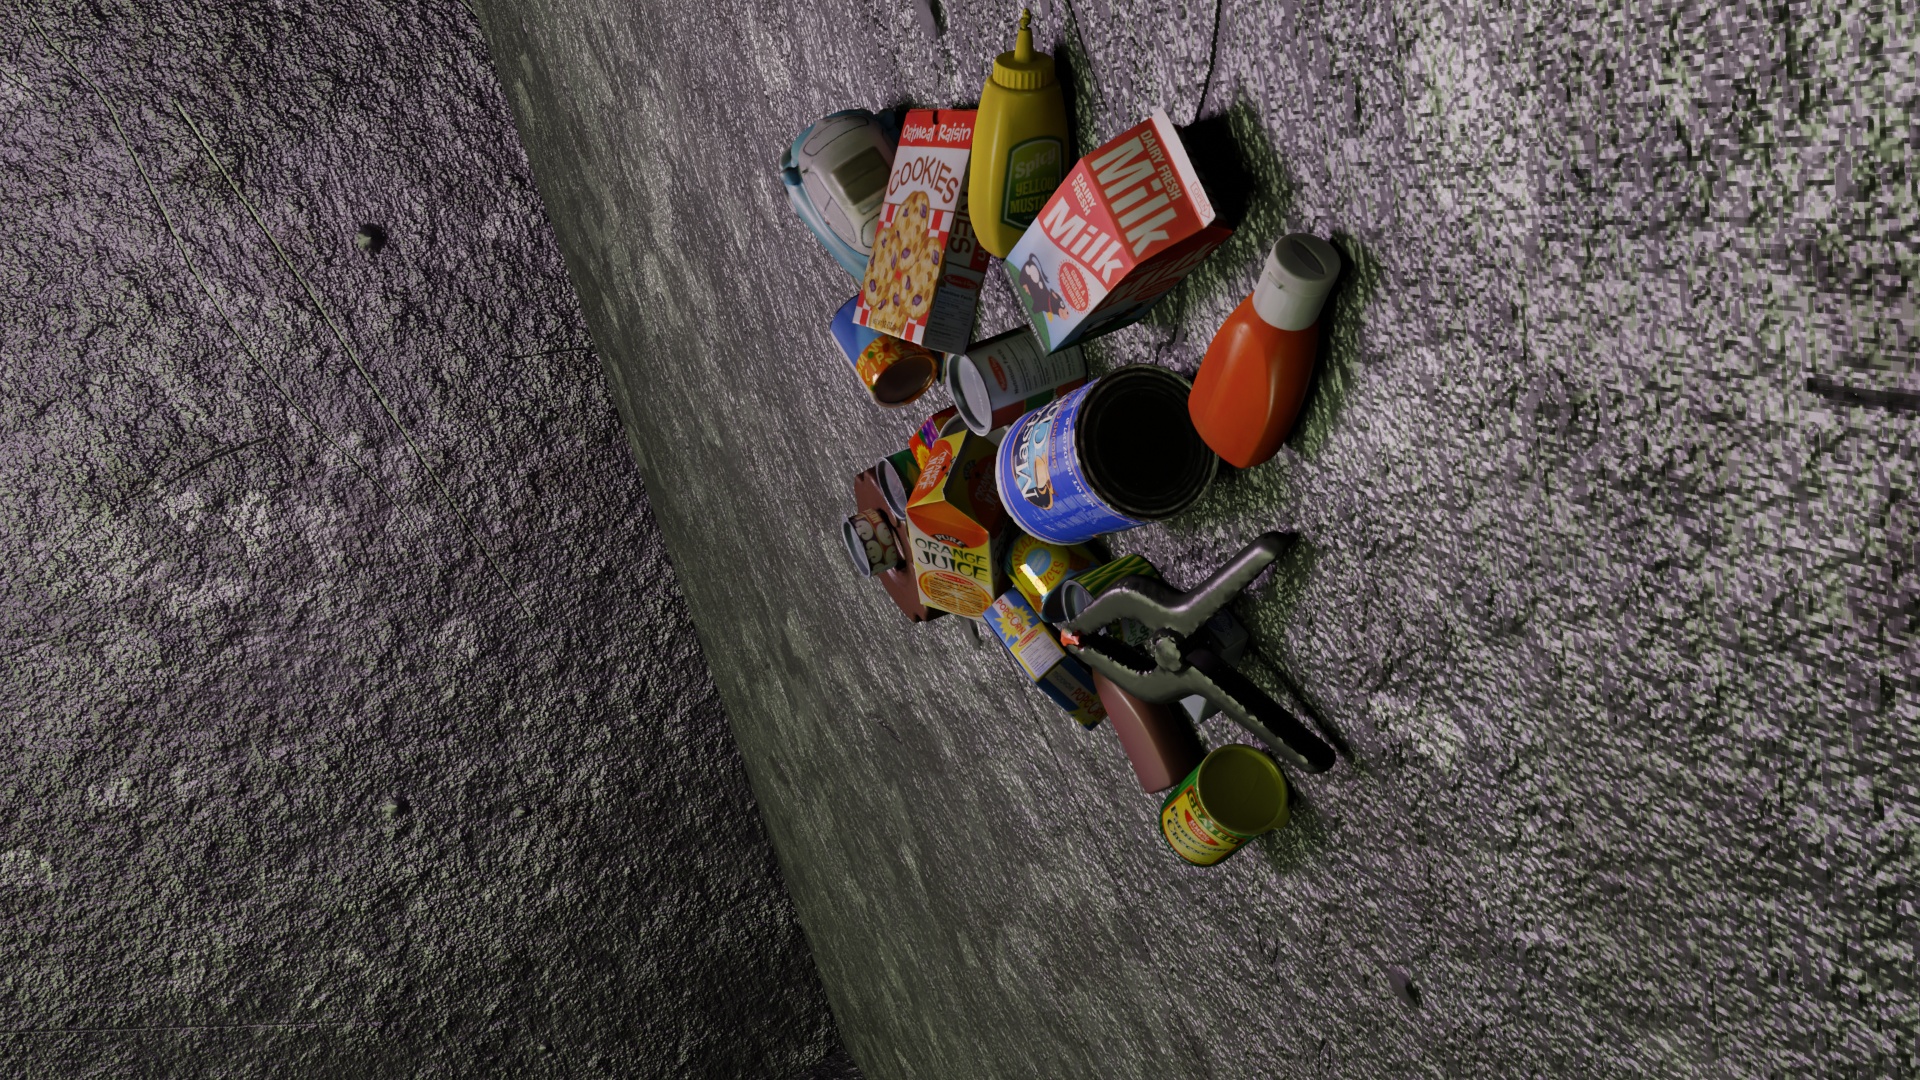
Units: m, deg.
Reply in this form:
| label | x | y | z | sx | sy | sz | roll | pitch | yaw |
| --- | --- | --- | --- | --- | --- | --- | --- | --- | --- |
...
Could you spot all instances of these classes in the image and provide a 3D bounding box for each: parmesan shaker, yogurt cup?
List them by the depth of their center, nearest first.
| label | x | y | z | sx | sy | sz | roll | pitch | yaw |
| --- | --- | --- | --- | --- | --- | --- | --- | --- | --- |
| parmesan shaker | 0.192 | 0.198 | 1.017 | 0.071 | 0.071 | 0.102 | 60 | 159 | 19 |
| yogurt cup | 0.014 | -0.070 | 1.186 | 0.072 | 0.072 | 0.053 | 59 | 167 | 20 |

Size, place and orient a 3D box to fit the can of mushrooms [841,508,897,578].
| label | x | y | z | sx | sy | sz | roll | pitch | yaw |
| --- | --- | --- | --- | --- | --- | --- | --- | --- | --- |
| can of mushrooms | -0.093 | 0.001 | 1.413 | 0.071 | 0.033 | 0.070 | 56 | 160 | 33 |

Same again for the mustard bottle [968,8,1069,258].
| label | x | y | z | sx | sy | sz | roll | pitch | yaw |
| --- | --- | --- | --- | --- | --- | --- | --- | --- | --- |
| mustard bottle | 0.039 | -0.266 | 0.911 | 0.049 | 0.065 | 0.159 | -128 | 28 | -45 |

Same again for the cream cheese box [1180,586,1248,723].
| label | x | y | z | sx | sy | sz | roll | pitch | yaw |
| --- | --- | --- | --- | --- | --- | --- | --- | --- | --- |
| cream cheese box | 0.173 | 0.083 | 1.000 | 0.053 | 0.024 | 0.103 | 53 | 156 | 30 |

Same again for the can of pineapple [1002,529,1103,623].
| label | x | y | z | sx | sy | sz | roll | pitch | yaw |
| --- | --- | --- | --- | --- | --- | --- | --- | --- | --- |
| can of pineapple | 0.076 | 0.024 | 1.120 | 0.058 | 0.071 | 0.070 | 52 | 155 | 32 |

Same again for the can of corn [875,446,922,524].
| label | x | y | z | sx | sy | sz | roll | pitch | yaw |
| --- | --- | --- | --- | --- | --- | --- | --- | --- | --- |
| can of corn | -0.040 | -0.057 | 1.342 | 0.071 | 0.058 | 0.070 | 51 | 155 | 37 |

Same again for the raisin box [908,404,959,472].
| label | x | y | z | sx | sy | sz | roll | pitch | yaw |
| --- | --- | --- | --- | --- | --- | --- | --- | --- | --- |
| raisin box | 0.004 | -0.054 | 1.263 | 0.123 | 0.040 | 0.086 | 64 | 160 | 5 |

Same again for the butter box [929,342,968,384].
| label | x | y | z | sx | sy | sz | roll | pitch | yaw |
| --- | --- | --- | --- | --- | --- | --- | --- | --- | --- |
| butter box | -0.014 | -0.186 | 1.189 | 0.053 | 0.024 | 0.103 | 57 | 158 | 25 |

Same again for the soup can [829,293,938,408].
| label | x | y | z | sx | sy | sz | roll | pitch | yaw |
| --- | --- | --- | --- | --- | --- | --- | --- | --- | --- |
| soup can | -0.065 | -0.168 | 1.205 | 0.084 | 0.071 | 0.071 | 57 | 158 | 29 |

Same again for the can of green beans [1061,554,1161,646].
| label | x | y | z | sx | sy | sz | roll | pitch | yaw |
| --- | --- | --- | --- | --- | --- | --- | --- | --- | --- |
| can of green beans | 0.118 | 0.050 | 1.055 | 0.071 | 0.058 | 0.071 | 52 | 155 | 36 |

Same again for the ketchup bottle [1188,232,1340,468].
| label | x | y | z | sx | sy | sz | roll | pitch | yaw |
| --- | --- | --- | --- | --- | --- | --- | --- | --- | --- |
| ketchup bottle | 0.170 | -0.106 | 0.775 | 0.065 | 0.044 | 0.148 | 56 | 157 | 25 |

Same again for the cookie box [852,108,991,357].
| label | x | y | z | sx | sy | sz | roll | pitch | yaw |
| --- | --- | --- | --- | --- | --- | --- | --- | --- | --- |
| cookie box | -0.019 | -0.228 | 1.017 | 0.123 | 0.040 | 0.167 | 30 | 106 | 58 |

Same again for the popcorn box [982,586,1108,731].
| label | x | y | z | sx | sy | sz | roll | pitch | yaw |
| --- | --- | --- | --- | --- | --- | --- | --- | --- | --- |
| popcorn box | 0.077 | 0.101 | 1.165 | 0.085 | 0.038 | 0.126 | 51 | -176 | 37 |

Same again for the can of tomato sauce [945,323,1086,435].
| label | x | y | z | sx | sy | sz | roll | pitch | yaw |
| --- | --- | --- | --- | --- | --- | --- | --- | --- | --- |
| can of tomato sauce | 0.041 | -0.123 | 1.029 | 0.071 | 0.083 | 0.070 | 52 | 155 | 36 |

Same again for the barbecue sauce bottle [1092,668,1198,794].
| label | x | y | z | sx | sy | sz | roll | pitch | yaw |
| --- | --- | --- | --- | --- | --- | --- | --- | --- | --- |
| barbecue sauce bottle | 0.138 | 0.127 | 1.111 | 0.148 | 0.044 | 0.064 | 64 | 162 | 9 |

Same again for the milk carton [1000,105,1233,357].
| label | x | y | z | sx | sy | sz | roll | pitch | yaw |
| --- | --- | --- | --- | --- | --- | --- | --- | --- | --- |
| milk carton | 0.097 | -0.183 | 0.835 | 0.072 | 0.074 | 0.190 | 65 | 160 | 6 |

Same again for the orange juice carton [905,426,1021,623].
| label | x | y | z | sx | sy | sz | roll | pitch | yaw |
| --- | --- | --- | --- | --- | --- | --- | --- | --- | --- |
| orange juice carton | 0.004 | -0.014 | 1.133 | 0.073 | 0.072 | 0.191 | 15 | 149 | 14 |
